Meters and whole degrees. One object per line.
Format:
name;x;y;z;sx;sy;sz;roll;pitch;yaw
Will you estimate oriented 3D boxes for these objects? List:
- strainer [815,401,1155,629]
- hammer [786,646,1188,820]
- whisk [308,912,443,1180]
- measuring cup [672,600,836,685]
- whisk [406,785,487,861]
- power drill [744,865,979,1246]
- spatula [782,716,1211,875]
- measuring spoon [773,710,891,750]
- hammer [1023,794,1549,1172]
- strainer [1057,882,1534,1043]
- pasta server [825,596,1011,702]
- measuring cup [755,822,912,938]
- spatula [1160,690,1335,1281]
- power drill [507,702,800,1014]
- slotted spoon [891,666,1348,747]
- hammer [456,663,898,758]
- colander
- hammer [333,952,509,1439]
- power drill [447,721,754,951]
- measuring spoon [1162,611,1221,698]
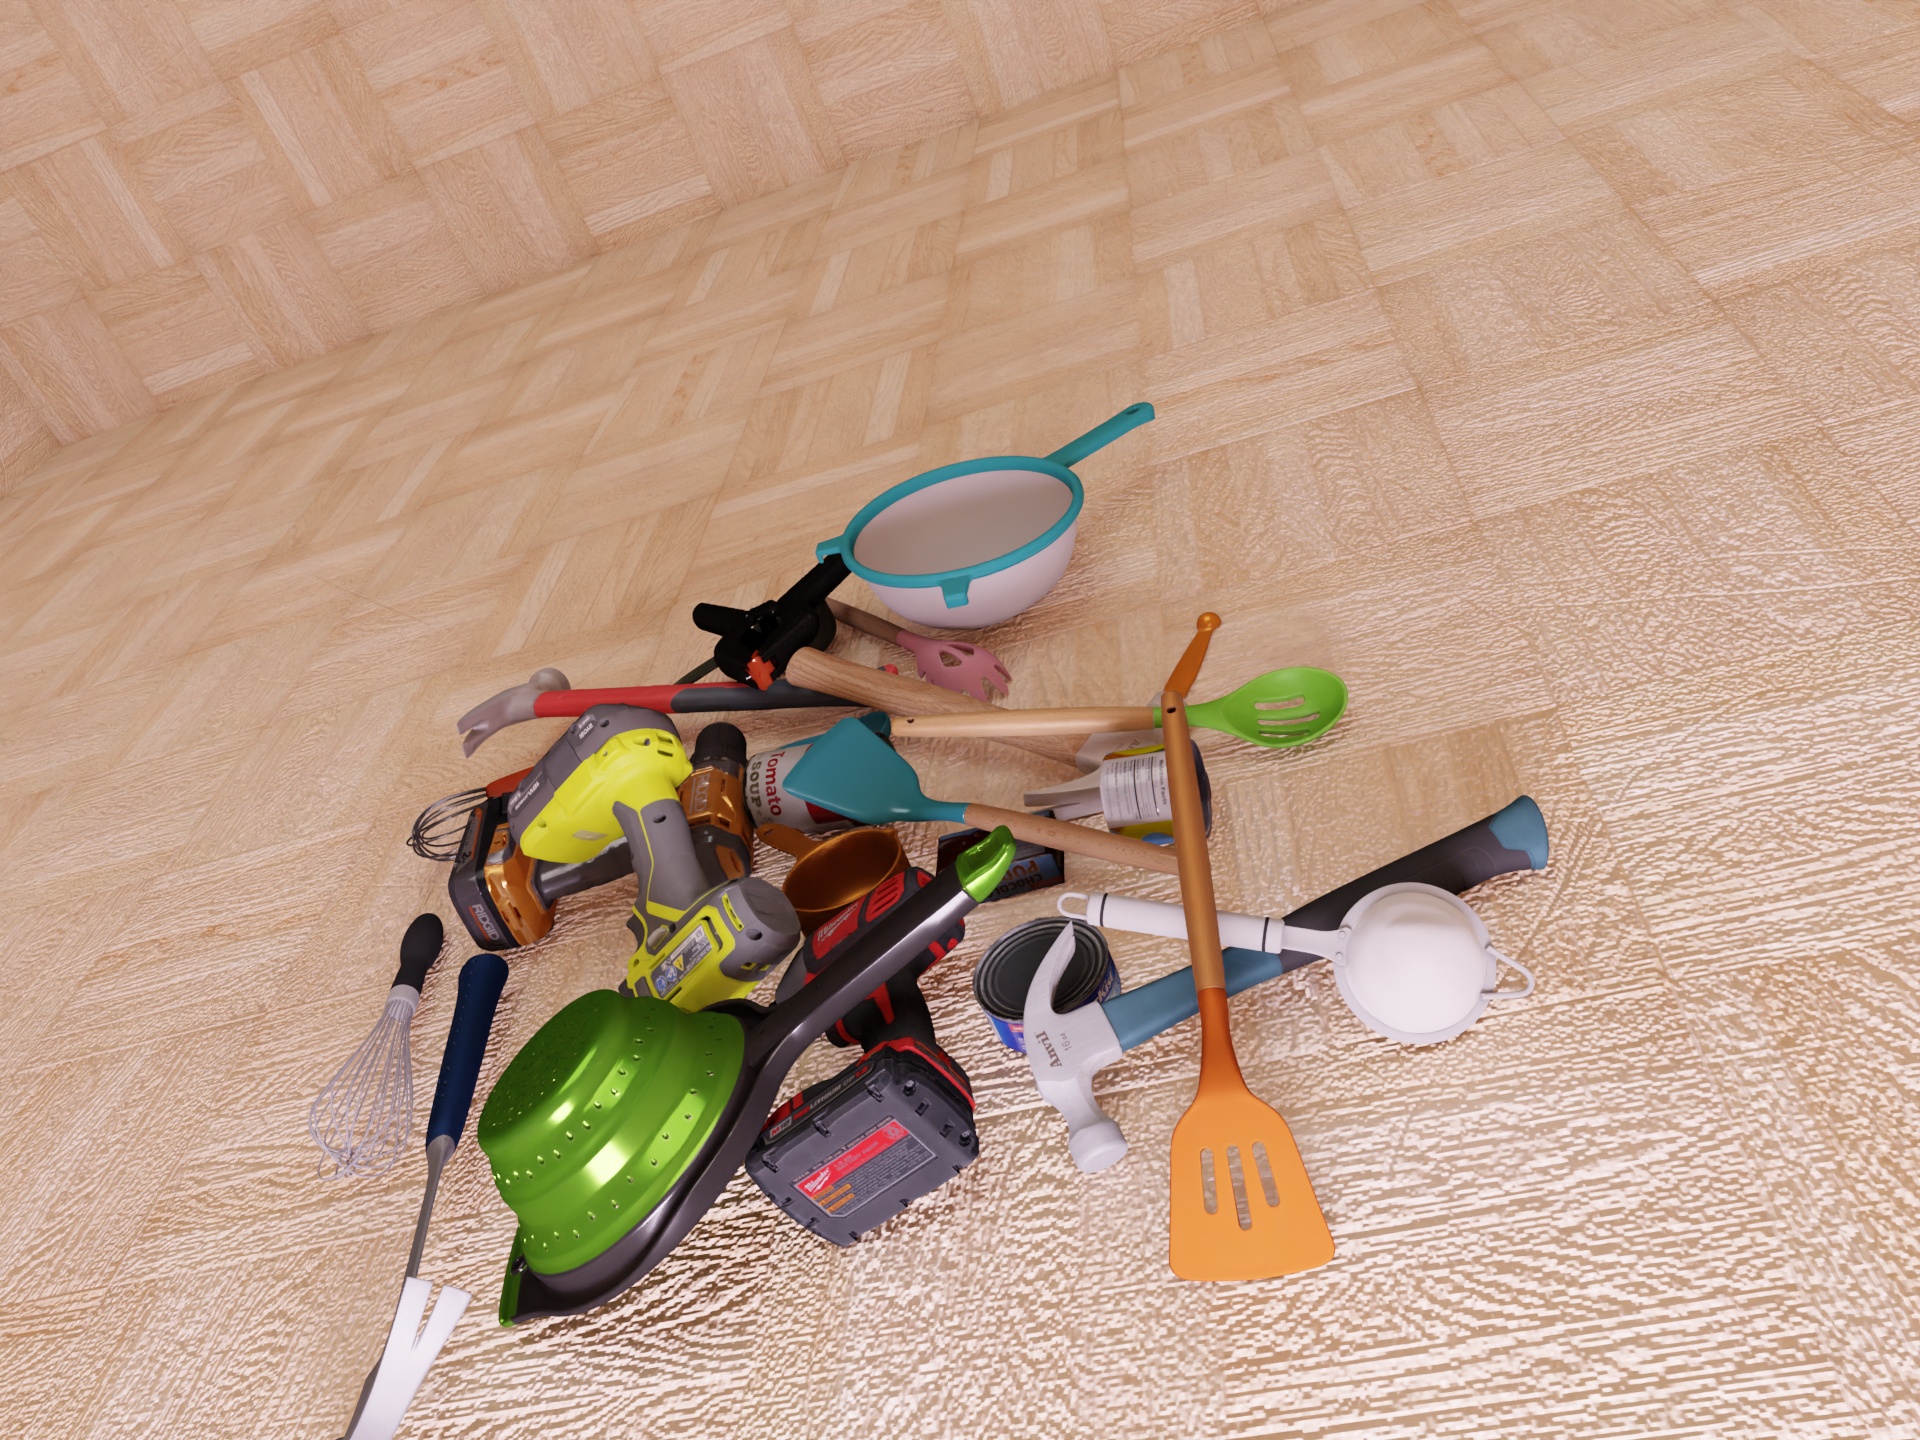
strainer;0.056;-0.170;1.390;0.340;0.095;0.211;-35;36;-28
hammer;-0.002;-0.004;1.191;0.331;0.031;0.130;16;50;34
whisk;-0.408;0.223;1.146;0.070;0.070;0.285;-21;28;5
measuring cup;-0.185;-0.055;1.429;0.167;0.038;0.083;-30;31;5
whisk;-0.361;0.055;1.365;0.239;0.055;0.055;-27;32;-14
power drill;-0.061;0.189;0.937;0.143;0.078;0.220;-37;24;15
spatula;0.023;0.060;1.052;0.318;0.044;0.082;11;45;37
measuring spoon;-0.107;0.024;1.282;0.128;0.021;0.042;-16;32;29
hammer;0.187;0.126;0.897;0.331;0.033;0.128;-24;56;-8
strainer;0.177;0.119;0.861;0.258;0.050;0.087;7;73;16
pasta server;-0.059;-0.070;1.376;0.060;0.040;0.316;-36;30;-18
measuring cup;-0.093;0.112;1.108;0.095;0.052;0.174;-36;27;-22
spatula;0.130;0.125;0.840;0.081;0.041;0.323;-12;56;14
power drill;-0.217;0.114;1.069;0.171;0.080;0.223;-44;57;18
slotted spoon;0.108;-0.002;1.102;0.314;0.031;0.070;-2;49;7
hammer;-0.234;-0.014;1.344;0.386;0.038;0.143;-2;20;21
colander;-0.142;0.168;0.888;0.397;0.094;0.205;-41;20;9
hammer;-0.322;0.271;0.989;0.144;0.035;0.406;-59;20;19
power drill;-0.266;0.081;1.238;0.226;0.084;0.186;-15;33;5
measuring spoon;0.173;-0.048;1.203;0.021;0.011;0.117;-1;38;32
